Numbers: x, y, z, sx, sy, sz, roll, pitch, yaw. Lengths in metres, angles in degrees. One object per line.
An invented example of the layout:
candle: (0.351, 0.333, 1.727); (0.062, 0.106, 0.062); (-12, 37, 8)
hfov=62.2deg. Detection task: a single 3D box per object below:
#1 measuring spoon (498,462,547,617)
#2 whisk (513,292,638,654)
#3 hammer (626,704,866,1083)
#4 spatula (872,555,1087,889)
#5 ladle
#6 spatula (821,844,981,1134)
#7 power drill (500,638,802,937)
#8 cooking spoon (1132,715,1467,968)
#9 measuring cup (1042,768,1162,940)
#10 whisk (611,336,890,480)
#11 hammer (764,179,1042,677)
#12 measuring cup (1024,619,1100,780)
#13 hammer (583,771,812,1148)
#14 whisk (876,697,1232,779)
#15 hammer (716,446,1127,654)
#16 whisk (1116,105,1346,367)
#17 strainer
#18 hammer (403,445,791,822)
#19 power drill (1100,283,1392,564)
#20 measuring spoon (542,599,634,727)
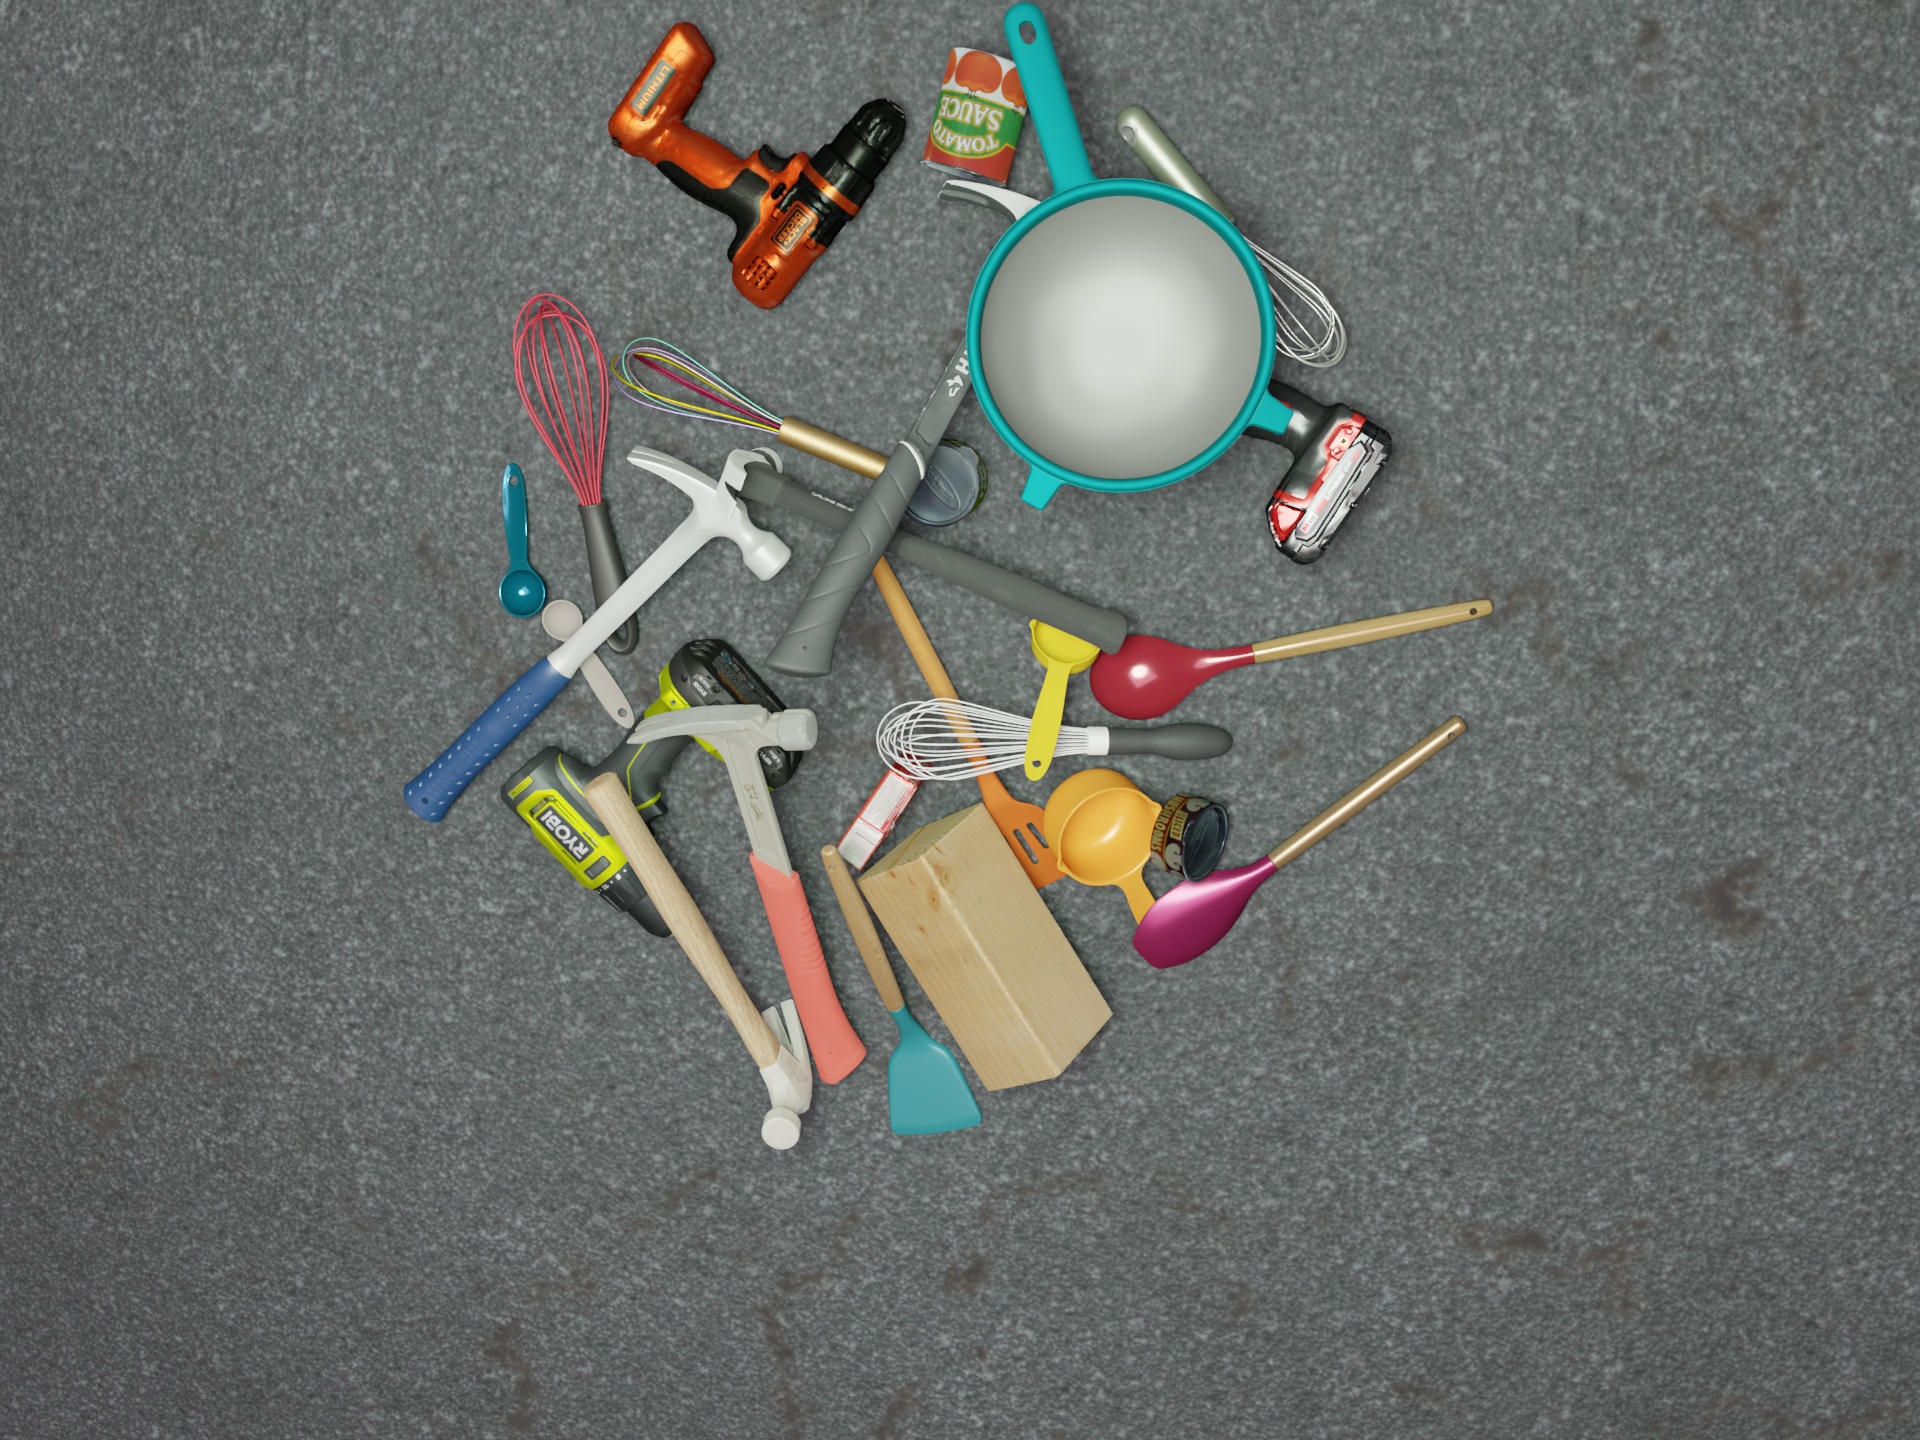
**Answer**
measuring spoon: (-0.365, -0.150, 1.326); (0.042, 0.021, 0.128); (-3, 93, 13)
whisk: (-0.303, -0.194, 1.285); (0.073, 0.073, 0.295); (-6, 108, 10)
hammer: (-0.151, 0.149, 1.291); (0.149, 0.037, 0.358); (-3, 120, 17)
spatula: (-0.002, -0.004, 1.299); (0.081, 0.041, 0.322); (-26, 93, 12)
ladle: (0.256, -0.056, 1.247); (0.315, 0.031, 0.069); (-12, 101, 9)
spatula: (-0.060, 0.225, 1.310); (0.082, 0.044, 0.317); (-10, 127, 13)
power drill: (-0.242, 0.060, 1.319); (0.228, 0.080, 0.190); (-39, 101, 16)
cooking spoon: (0.271, 0.098, 1.277); (0.319, 0.017, 0.068); (-39, 112, 12)
measuring cup: (0.126, 0.113, 1.294); (0.095, 0.052, 0.173); (-31, 123, -4)
whisk: (-0.160, -0.243, 1.262); (0.245, 0.047, 0.051); (22, 103, -1)
hammer: (-0.030, -0.209, 1.157); (0.149, 0.036, 0.409); (30, 79, -9)
measuring cup: (0.072, -0.020, 1.238); (0.062, 0.029, 0.157); (14, 66, 3)
hammer: (-0.209, 0.184, 1.292); (0.031, 0.130, 0.331); (-24, 109, 11)
whisk: (0.076, 0.015, 1.256); (0.284, 0.070, 0.070); (0, 103, -7)
hammer: (-0.029, -0.127, 1.215); (0.335, 0.146, 0.035); (23, 106, 0)
whisk: (0.201, -0.360, 1.182); (0.059, 0.058, 0.246); (-41, 91, -25)
strainer: (0.091, -0.324, 1.120); (0.211, 0.095, 0.340); (-17, 92, 3)
hammer: (-0.326, -0.055, 1.303); (0.405, 0.035, 0.144); (-40, 106, 20)
power drill: (0.199, -0.216, 1.196); (0.219, 0.078, 0.143); (34, 103, 3)
measuring spoon: (-0.309, -0.048, 1.340); (0.034, 0.018, 0.124); (-27, 104, 11)
